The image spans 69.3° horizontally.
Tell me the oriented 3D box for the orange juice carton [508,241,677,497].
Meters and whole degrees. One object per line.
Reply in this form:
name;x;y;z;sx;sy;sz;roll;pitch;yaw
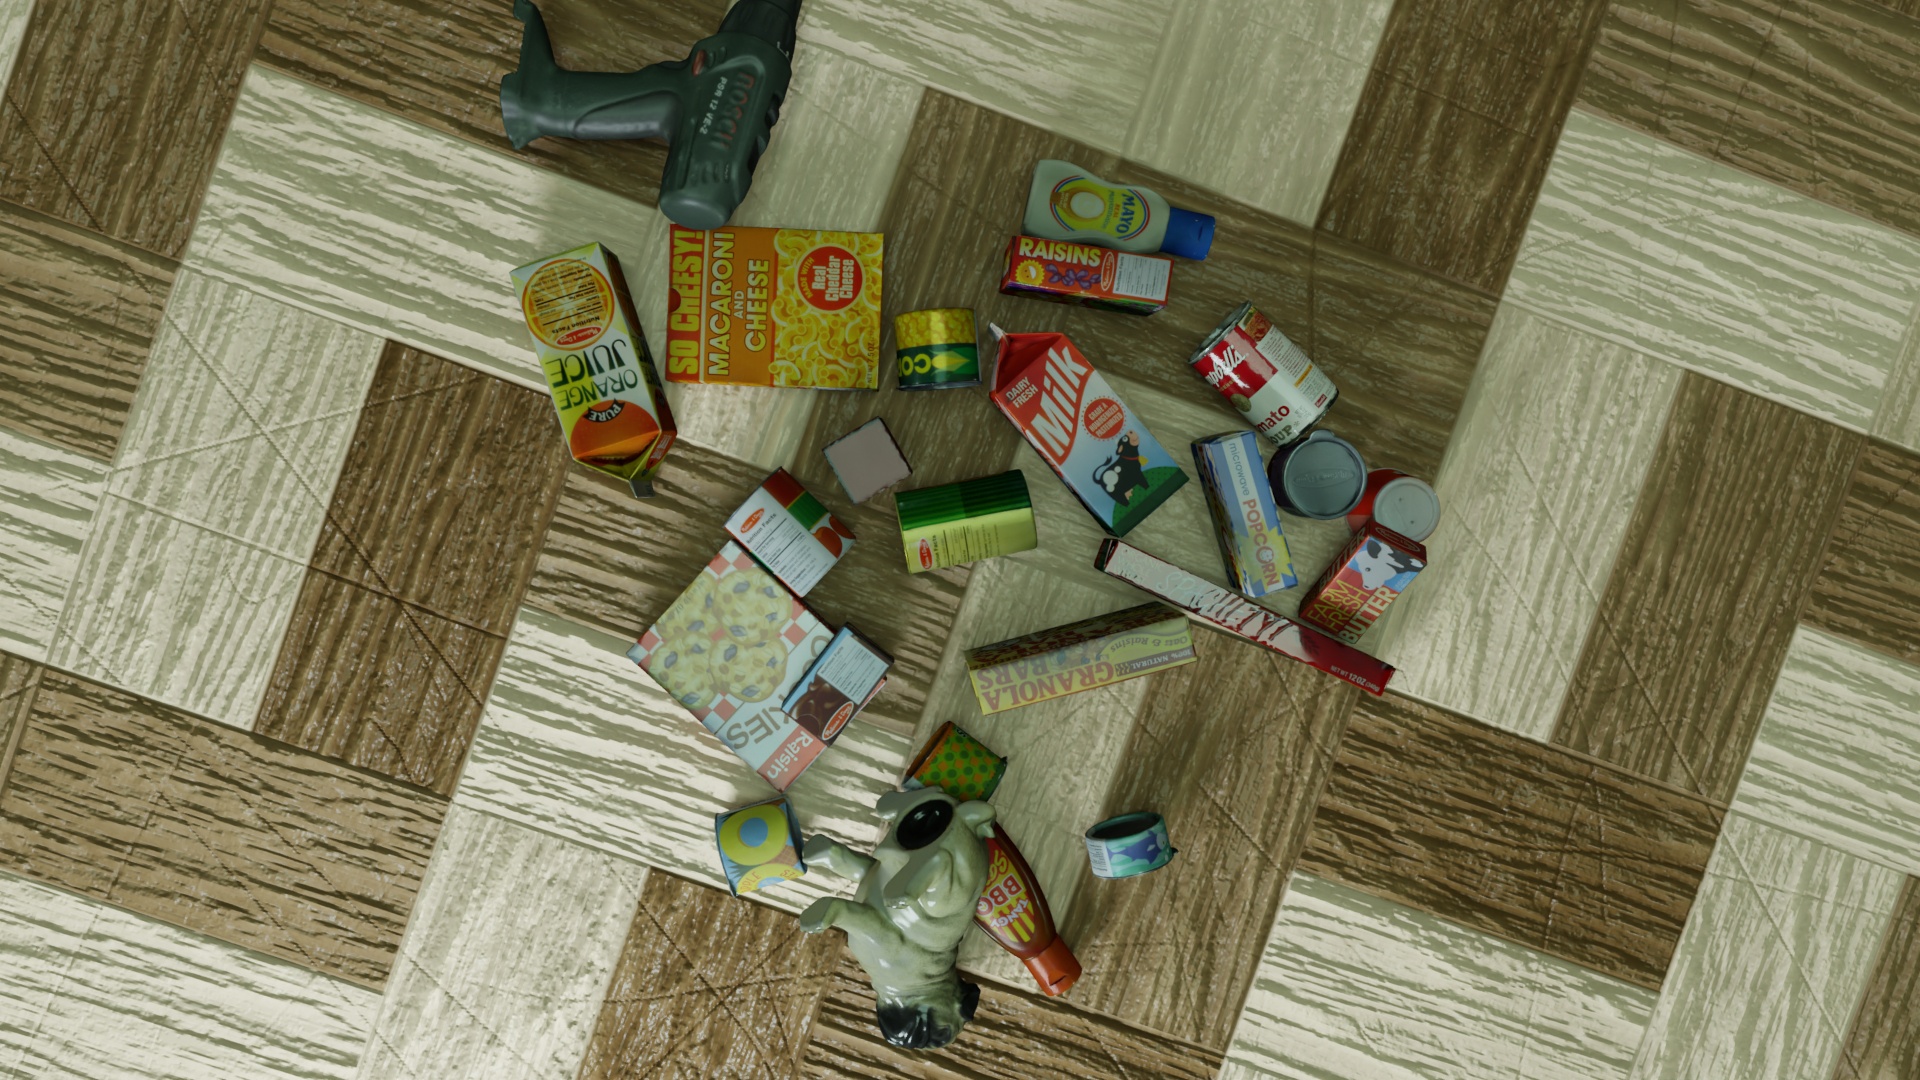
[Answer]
orange juice carton;-0.274;-0.124;1.071;0.073;0.072;0.192;-19;93;-2

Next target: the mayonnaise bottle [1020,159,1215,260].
mayonnaise bottle;0.126;-0.256;1.101;0.148;0.041;0.064;12;90;-3

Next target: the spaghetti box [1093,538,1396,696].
spaghetti box;0.225;0.060;1.114;0.250;0.050;0.028;24;90;-3

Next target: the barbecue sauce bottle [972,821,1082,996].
barbecue sauce bottle;0.041;0.297;1.118;0.065;0.044;0.148;-35;94;5

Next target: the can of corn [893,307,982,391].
can of corn;-0.020;-0.148;1.084;0.071;0.071;0.058;-5;92;-2

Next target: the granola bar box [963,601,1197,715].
granola bar box;0.088;0.090;1.072;0.166;0.124;0.039;-14;92;-2

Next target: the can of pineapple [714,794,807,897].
can of pineapple;-0.156;0.241;1.094;0.058;0.071;0.071;-16;93;-2

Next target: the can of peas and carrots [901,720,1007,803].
can of peas and carrots;-0.004;0.184;1.101;0.059;0.071;0.071;37;91;-3

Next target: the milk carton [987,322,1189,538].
milk carton;0.086;-0.096;1.090;0.073;0.072;0.190;-41;93;0

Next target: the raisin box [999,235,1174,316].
raisin box;0.095;-0.205;1.079;0.123;0.086;0.040;8;94;-3

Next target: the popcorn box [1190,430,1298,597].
popcorn box;0.222;-0.023;1.093;0.038;0.085;0.126;-17;94;-1

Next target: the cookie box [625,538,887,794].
cookie box;-0.159;0.099;1.103;0.167;0.040;0.123;43;89;-3

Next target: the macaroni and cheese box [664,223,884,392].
macaroni and cheese box;-0.145;-0.182;1.091;0.166;0.040;0.123;2;91;-3

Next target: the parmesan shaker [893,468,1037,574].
parmesan shaker;0.004;-0.014;1.095;0.103;0.071;0.071;-11;93;-3

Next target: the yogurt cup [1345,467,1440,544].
yogurt cup;0.349;-0.024;1.115;0.072;0.054;0.072;0;93;-2

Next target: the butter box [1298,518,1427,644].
butter box;0.318;0.034;1.103;0.053;0.024;0.103;27;129;-5

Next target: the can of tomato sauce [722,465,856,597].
can of tomato sauce;-0.132;-0.007;1.088;0.083;0.071;0.071;43;90;-4

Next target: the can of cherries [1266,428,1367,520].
can of cherries;0.284;-0.053;1.109;0.071;0.058;0.071;0;93;-2

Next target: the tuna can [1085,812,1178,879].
tuna can;0.137;0.242;1.110;0.071;0.071;0.033;-14;93;-2

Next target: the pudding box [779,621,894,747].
pudding box;-0.095;0.110;1.069;0.049;0.030;0.083;37;89;-4
